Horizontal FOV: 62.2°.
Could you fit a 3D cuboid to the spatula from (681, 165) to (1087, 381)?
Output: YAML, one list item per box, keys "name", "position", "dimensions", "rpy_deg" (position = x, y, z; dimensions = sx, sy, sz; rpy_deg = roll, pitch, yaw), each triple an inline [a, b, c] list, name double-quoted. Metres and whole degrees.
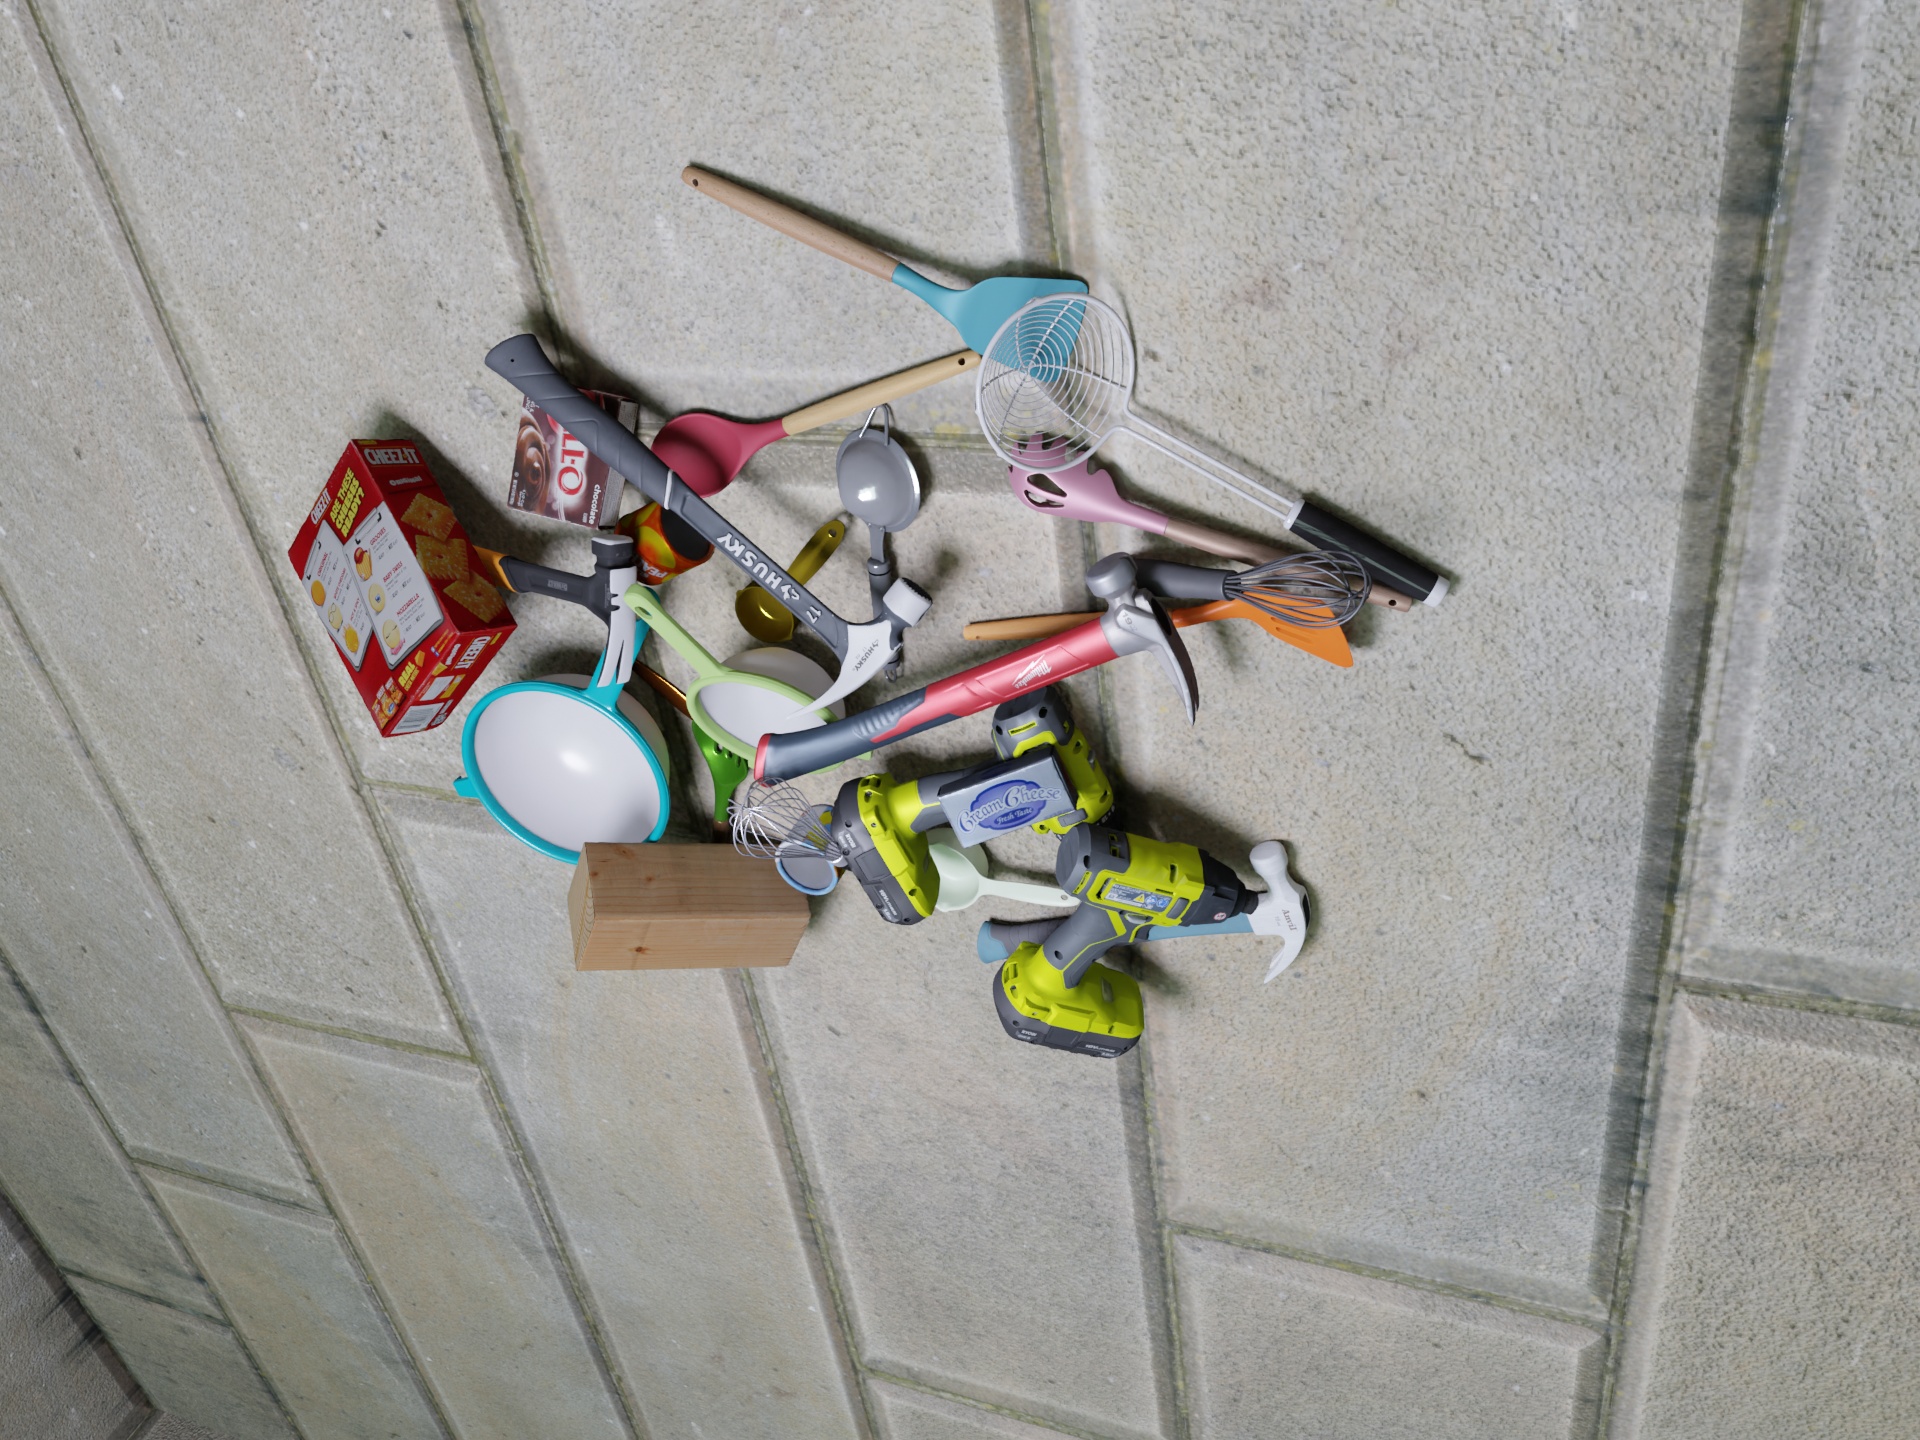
- name: "spatula"
  position: [-0.063, -0.337, 1.154]
  dimensions: [0.317, 0.044, 0.082]
  rpy_deg: [28, 133, 11]

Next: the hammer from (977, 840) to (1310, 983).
- name: "hammer"
  position: [0.155, 0.184, 1.423]
  dimensions: [0.331, 0.033, 0.128]
  rpy_deg: [-11, 117, 33]

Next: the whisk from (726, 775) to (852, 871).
- name: "whisk"
  position: [-0.123, 0.111, 1.400]
  dimensions: [0.070, 0.070, 0.284]
  rpy_deg: [4, 165, 24]

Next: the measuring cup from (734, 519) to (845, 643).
- name: "measuring cup"
  position: [-0.136, -0.124, 1.345]
  dimensions: [0.062, 0.029, 0.156]
  rpy_deg: [41, 129, -6]

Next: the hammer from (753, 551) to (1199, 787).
- name: "hammer"
  position: [-0.002, -0.004, 1.271]
  dimensions: [0.386, 0.038, 0.143]
  rpy_deg: [-21, 113, 28]

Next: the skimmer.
- name: "skimmer"
  position: [0.181, -0.172, 1.107]
  dimensions: [0.363, 0.090, 0.127]
  rpy_deg: [29, 100, 1]

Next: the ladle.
- name: "ladle"
  position: [-0.116, -0.240, 1.248]
  dimensions: [0.315, 0.031, 0.069]
  rpy_deg: [-12, 102, 31]

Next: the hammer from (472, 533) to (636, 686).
- name: "hammer"
  position: [-0.410, -0.126, 1.414]
  dimensions: [0.337, 0.034, 0.127]
  rpy_deg: [16, 110, 35]

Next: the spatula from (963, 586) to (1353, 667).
- name: "spatula"
  position: [0.142, -0.071, 1.234]
  dimensions: [0.323, 0.041, 0.080]
  rpy_deg: [-2, 145, 30]

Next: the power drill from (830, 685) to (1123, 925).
- name: "power drill"
  position: [0.023, 0.091, 1.365]
  dimensions: [0.228, 0.080, 0.190]
  rpy_deg: [-22, 112, 19]

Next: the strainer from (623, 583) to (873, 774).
- name: "strainer"
  position: [-0.189, -0.050, 1.367]
  dimensions: [0.151, 0.069, 0.256]
  rpy_deg: [-7, 140, 38]

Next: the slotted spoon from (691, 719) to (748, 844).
- name: "slotted spoon"
  position: [-0.237, 0.111, 1.569]
  dimensions: [0.070, 0.031, 0.313]
  rpy_deg: [32, 136, 24]

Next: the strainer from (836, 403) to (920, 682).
- name: "strainer"
  position: [-0.067, -0.132, 1.297]
  dimensions: [0.087, 0.050, 0.258]
  rpy_deg: [23, 136, 30]

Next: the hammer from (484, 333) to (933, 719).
- name: "hammer"
  position: [-0.221, -0.168, 1.276]
  dimensions: [0.409, 0.036, 0.149]
  rpy_deg: [40, 103, 3]

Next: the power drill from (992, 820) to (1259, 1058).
- name: "power drill"
  position: [0.135, 0.188, 1.348]
  dimensions: [0.171, 0.080, 0.223]
  rpy_deg: [15, 130, -15]

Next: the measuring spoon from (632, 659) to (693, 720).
- name: "measuring spoon"
  position: [-0.285, -0.032, 1.497]
  dimensions: [0.117, 0.011, 0.021]
  rpy_deg: [39, 132, -5]

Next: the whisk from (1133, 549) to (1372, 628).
- name: "whisk"
  position: [0.194, -0.100, 1.145]
  dimensions: [0.239, 0.055, 0.055]
  rpy_deg: [11, 132, 48]

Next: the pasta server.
- name: "pasta server"
  position: [0.180, -0.139, 1.177]
  dimensions: [0.316, 0.040, 0.060]
  rpy_deg: [19, 130, 8]

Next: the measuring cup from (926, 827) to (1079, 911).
- name: "measuring cup"
  position: [0.032, 0.140, 1.450]
  dimensions: [0.167, 0.038, 0.083]
  rpy_deg: [9, 125, 16]

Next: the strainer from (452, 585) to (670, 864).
- name: "strainer"
  position: [-0.333, -0.012, 1.486]
  dimensions: [0.211, 0.095, 0.340]
  rpy_deg: [30, 126, -3]
